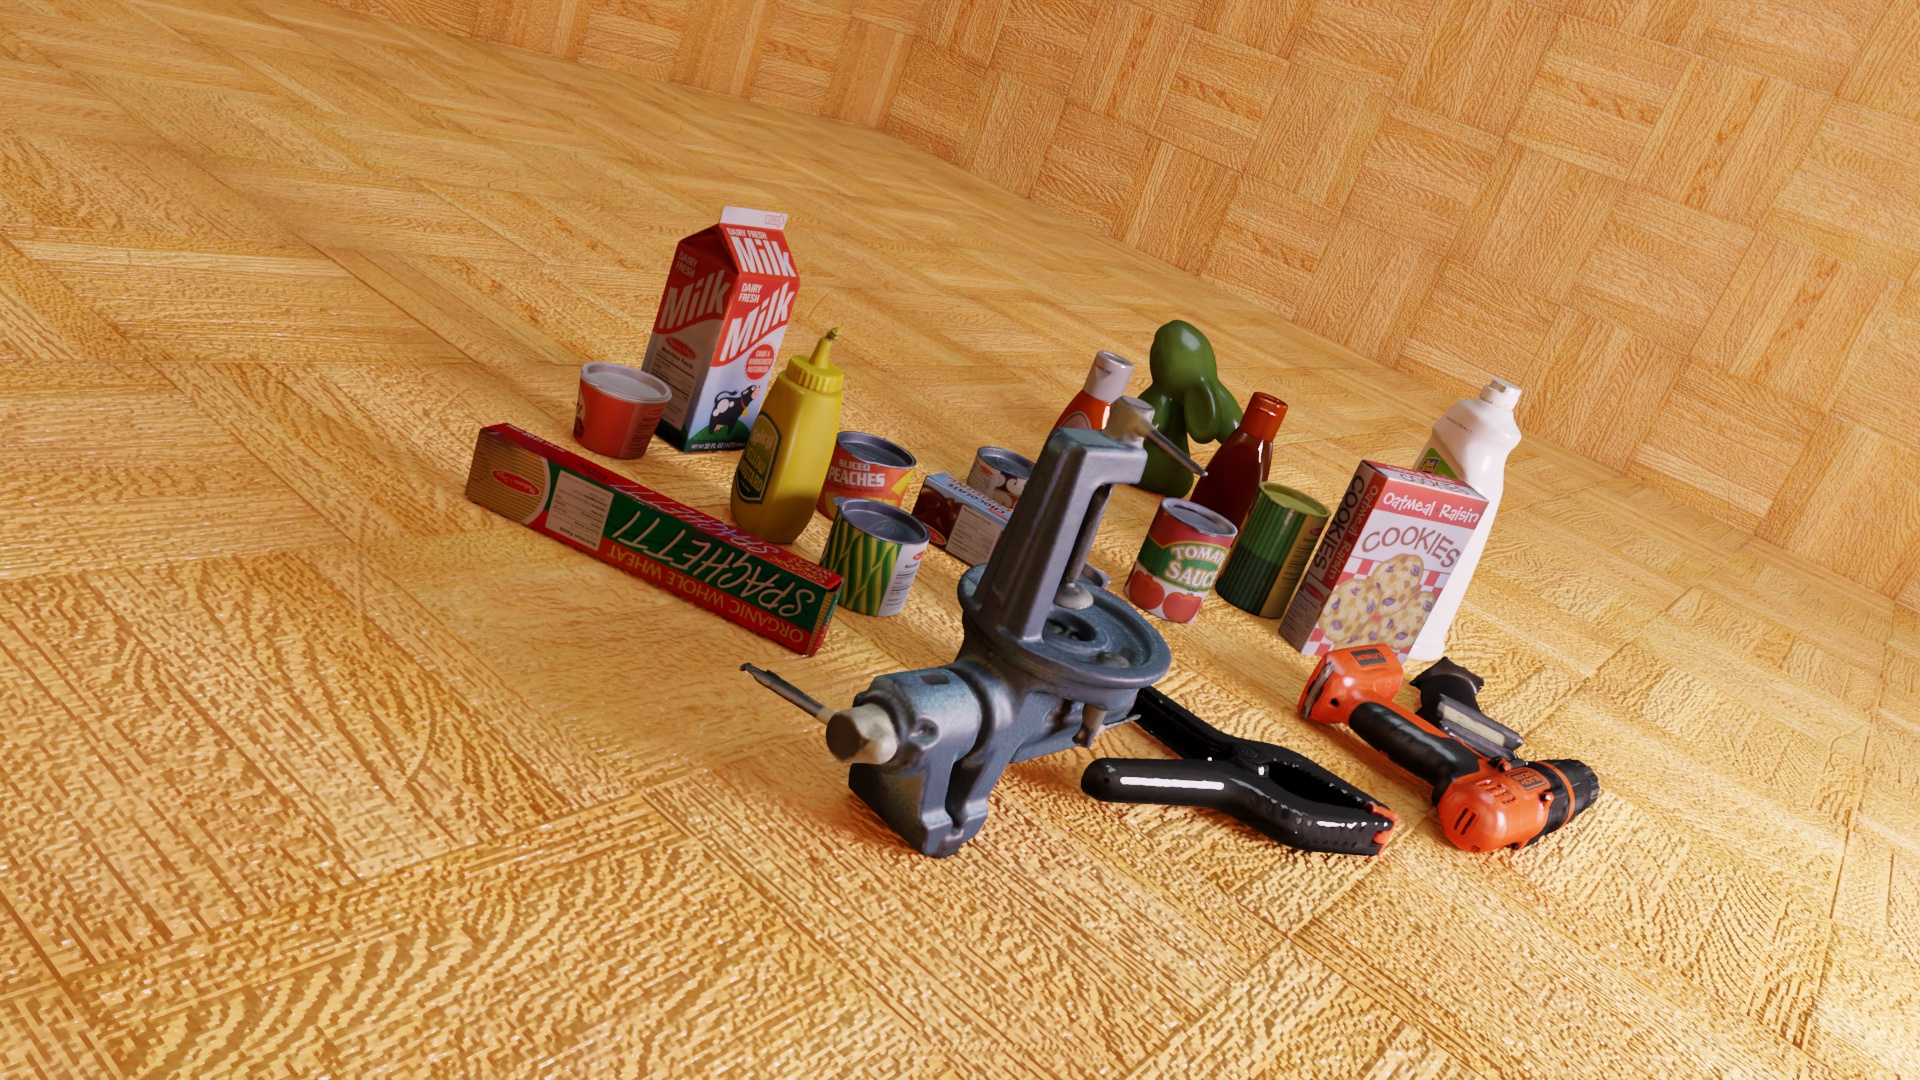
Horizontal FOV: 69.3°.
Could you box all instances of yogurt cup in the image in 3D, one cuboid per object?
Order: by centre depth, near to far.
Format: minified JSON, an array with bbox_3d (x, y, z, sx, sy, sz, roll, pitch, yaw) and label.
[{"bbox_3d":[-0.256,-0.096,1.037,0.072,0.053,0.072,19,20,-7],"label":"yogurt cup"}]

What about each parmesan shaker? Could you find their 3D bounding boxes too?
[{"bbox_3d":[0.270,0.009,1.214,0.071,0.102,0.071,19,20,-7],"label":"parmesan shaker"}]

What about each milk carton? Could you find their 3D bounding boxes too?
[{"bbox_3d":[-0.188,-0.170,1.093,0.073,0.189,0.072,32,22,28],"label":"milk carton"}]

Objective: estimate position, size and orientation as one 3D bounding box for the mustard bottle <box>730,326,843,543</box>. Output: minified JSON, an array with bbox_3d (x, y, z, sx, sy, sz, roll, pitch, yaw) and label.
[{"bbox_3d":[-0.116,-0.078,0.975,0.049,0.159,0.065,5,26,-38],"label":"mustard bottle"}]

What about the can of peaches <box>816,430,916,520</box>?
[{"bbox_3d":[-0.075,-0.045,1.078,0.071,0.057,0.071,19,20,-7],"label":"can of peaches"}]

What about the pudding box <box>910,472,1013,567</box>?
[{"bbox_3d":[0.004,-0.014,1.088,0.084,0.049,0.030,30,22,22],"label":"pudding box"}]

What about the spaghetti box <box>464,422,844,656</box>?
[{"bbox_3d":[-0.191,-0.002,0.866,0.250,0.050,0.029,24,20,8],"label":"spaghetti box"}]

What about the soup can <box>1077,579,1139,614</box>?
[{"bbox_3d":[0.066,0.075,0.875,0.071,0.083,0.071,19,20,-7],"label":"soup can"}]

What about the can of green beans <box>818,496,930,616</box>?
[{"bbox_3d":[-0.061,0.011,0.950,0.071,0.057,0.071,19,20,-7],"label":"can of green beans"}]

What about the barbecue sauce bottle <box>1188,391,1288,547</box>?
[{"bbox_3d":[0.272,-0.071,1.353,0.065,0.148,0.044,26,20,13],"label":"barbecue sauce bottle"}]

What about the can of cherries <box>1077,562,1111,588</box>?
[{"bbox_3d":[0.066,0.045,0.987,0.071,0.058,0.072,19,20,-7],"label":"can of cherries"}]

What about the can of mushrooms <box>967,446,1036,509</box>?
[{"bbox_3d":[0.043,-0.056,1.257,0.071,0.033,0.071,19,20,-7],"label":"can of mushrooms"}]

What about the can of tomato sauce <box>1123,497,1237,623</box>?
[{"bbox_3d":[0.179,0.017,1.132,0.071,0.082,0.071,19,20,-7],"label":"can of tomato sauce"}]

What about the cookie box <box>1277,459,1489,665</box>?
[{"bbox_3d":[0.357,0.021,1.175,0.123,0.166,0.040,9,23,-30],"label":"cookie box"}]

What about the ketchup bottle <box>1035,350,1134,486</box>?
[{"bbox_3d":[0.115,-0.099,1.269,0.065,0.148,0.044,32,22,27],"label":"ketchup bottle"}]
